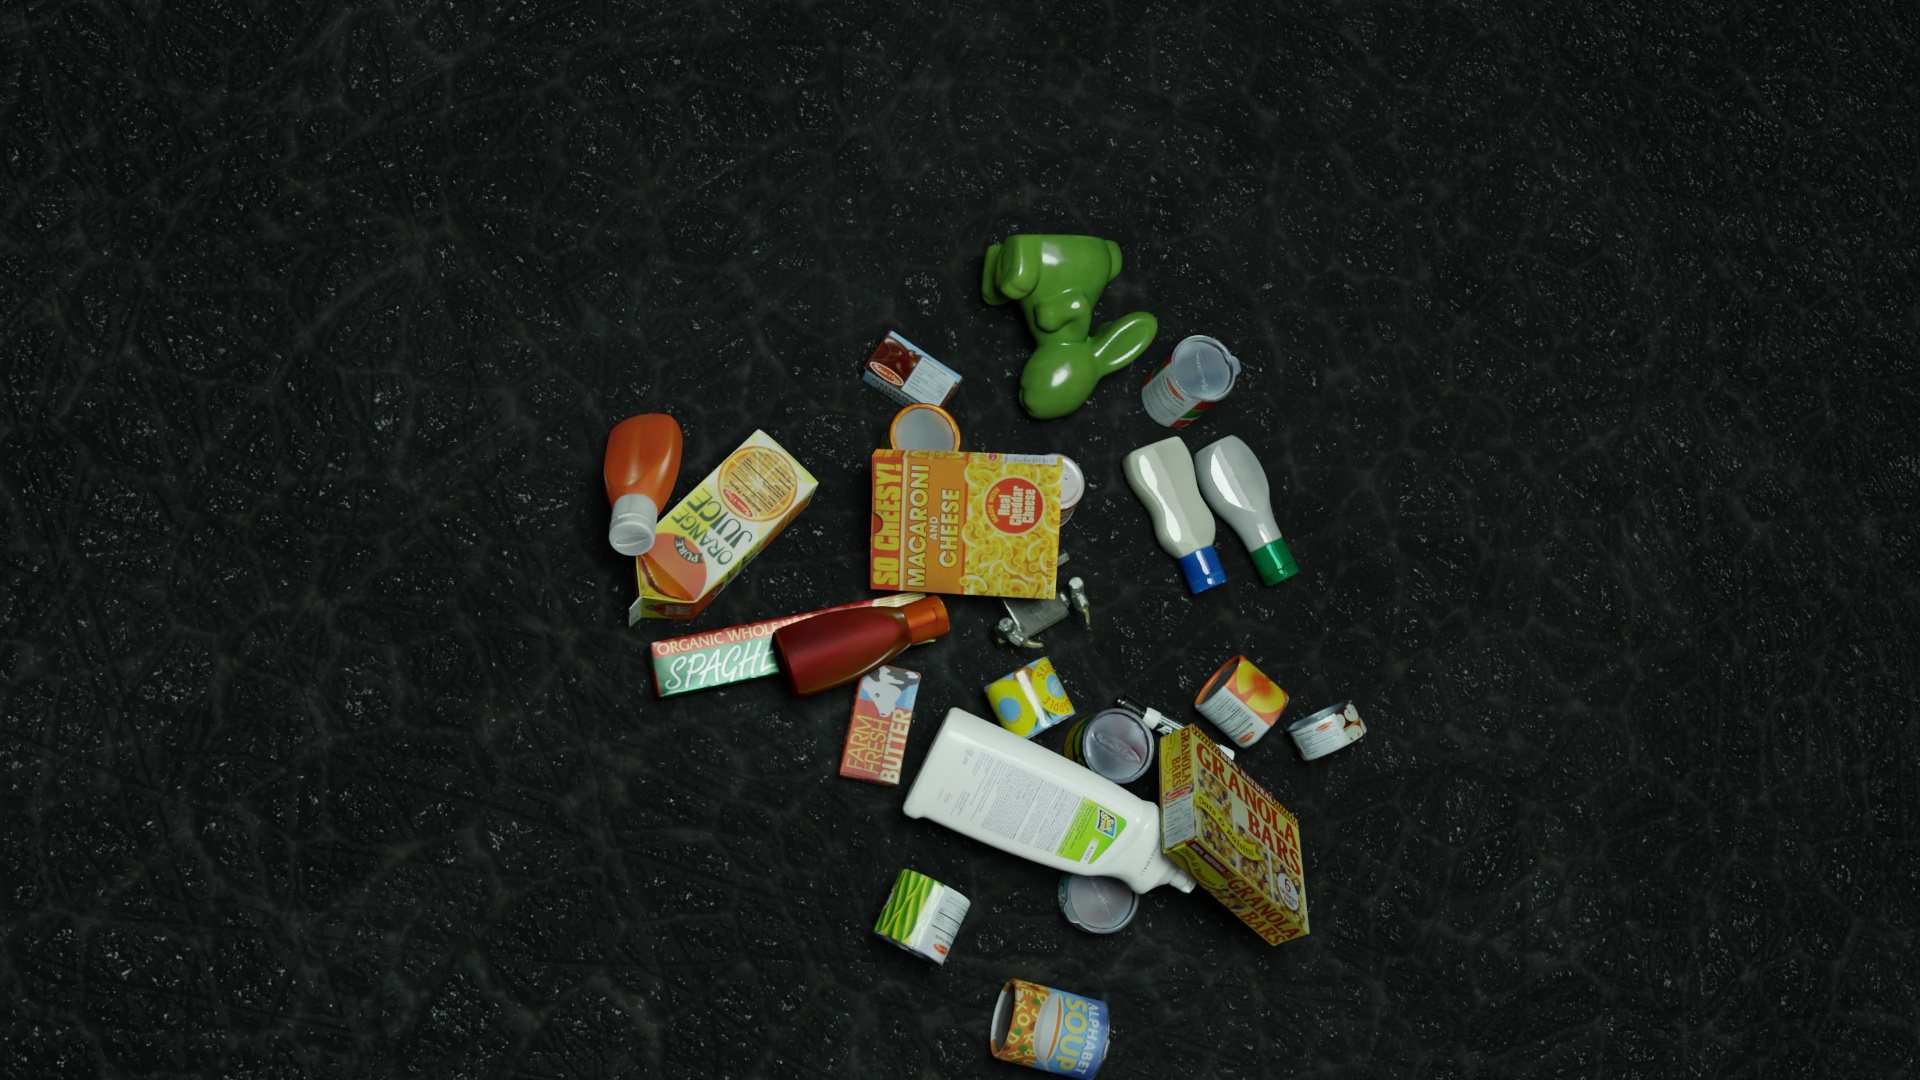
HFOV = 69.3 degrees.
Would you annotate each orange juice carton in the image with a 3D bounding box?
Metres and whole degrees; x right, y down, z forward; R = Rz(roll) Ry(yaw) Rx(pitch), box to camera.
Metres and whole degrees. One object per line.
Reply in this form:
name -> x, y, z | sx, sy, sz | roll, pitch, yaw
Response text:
orange juice carton -> -0.218, 0.000, 1.203 | 0.073, 0.071, 0.193 | 43, 70, 0

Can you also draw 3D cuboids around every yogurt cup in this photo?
yogurt cup -> 0.082, -0.048, 1.298 | 0.072, 0.053, 0.072 | 4, 74, -13

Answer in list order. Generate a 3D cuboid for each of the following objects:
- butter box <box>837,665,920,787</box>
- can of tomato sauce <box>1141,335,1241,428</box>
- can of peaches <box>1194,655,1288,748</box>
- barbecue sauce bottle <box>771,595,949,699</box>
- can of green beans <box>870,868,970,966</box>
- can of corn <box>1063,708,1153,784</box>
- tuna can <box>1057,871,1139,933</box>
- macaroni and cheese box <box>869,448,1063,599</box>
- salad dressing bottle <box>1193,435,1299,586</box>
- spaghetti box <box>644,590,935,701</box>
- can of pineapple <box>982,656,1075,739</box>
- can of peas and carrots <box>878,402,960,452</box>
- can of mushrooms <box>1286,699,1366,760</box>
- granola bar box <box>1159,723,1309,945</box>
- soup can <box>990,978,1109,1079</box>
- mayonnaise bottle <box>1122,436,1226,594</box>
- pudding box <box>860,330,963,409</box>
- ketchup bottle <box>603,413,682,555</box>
butter box -> -0.072, 0.161, 1.220 | 0.053, 0.024, 0.104 | 15, 73, -10
can of tomato sauce -> 0.222, -0.153, 1.345 | 0.071, 0.083, 0.071 | 3, 75, -13
can of peaches -> 0.260, 0.147, 1.285 | 0.058, 0.071, 0.071 | 40, 70, -1
barbecue sauce bottle -> -0.083, 0.085, 1.196 | 0.149, 0.043, 0.065 | -17, 80, -18
can of green beans -> -0.033, 0.316, 1.166 | 0.071, 0.071, 0.058 | 28, 70, -5
can of corn -> 0.131, 0.189, 1.244 | 0.071, 0.058, 0.071 | 3, 75, -13
tuna can -> 0.118, 0.313, 1.222 | 0.071, 0.032, 0.071 | 3, 75, -13
macaroni and cheese box -> 0.004, -0.015, 1.228 | 0.166, 0.040, 0.123 | 3, 105, 3
salad dressing bottle -> 0.279, -0.028, 1.347 | 0.064, 0.044, 0.147 | -23, 83, -20
spaghetti box -> -0.146, 0.091, 1.218 | 0.251, 0.028, 0.050 | -10, 78, -16
can of pineapple -> 0.062, 0.142, 1.235 | 0.071, 0.071, 0.058 | -25, 83, -18
can of peas and carrots -> -0.039, -0.089, 1.277 | 0.071, 0.058, 0.071 | 4, 75, -13
can of mushrooms -> 0.343, 0.177, 1.297 | 0.071, 0.071, 0.033 | -25, 83, -18
granola bar box -> 0.235, 0.255, 1.201 | 0.165, 0.039, 0.125 | 42, 33, -27
soup can -> 0.075, 0.410, 1.165 | 0.084, 0.071, 0.071 | 17, 72, -9
mayonnaise bottle -> 0.210, -0.022, 1.330 | 0.065, 0.041, 0.148 | -19, 82, -16
pudding box -> -0.046, -0.154, 1.308 | 0.084, 0.030, 0.050 | 33, 72, -3
ketchup bottle -> -0.272, -0.048, 1.174 | 0.065, 0.043, 0.149 | -14, 39, 5
